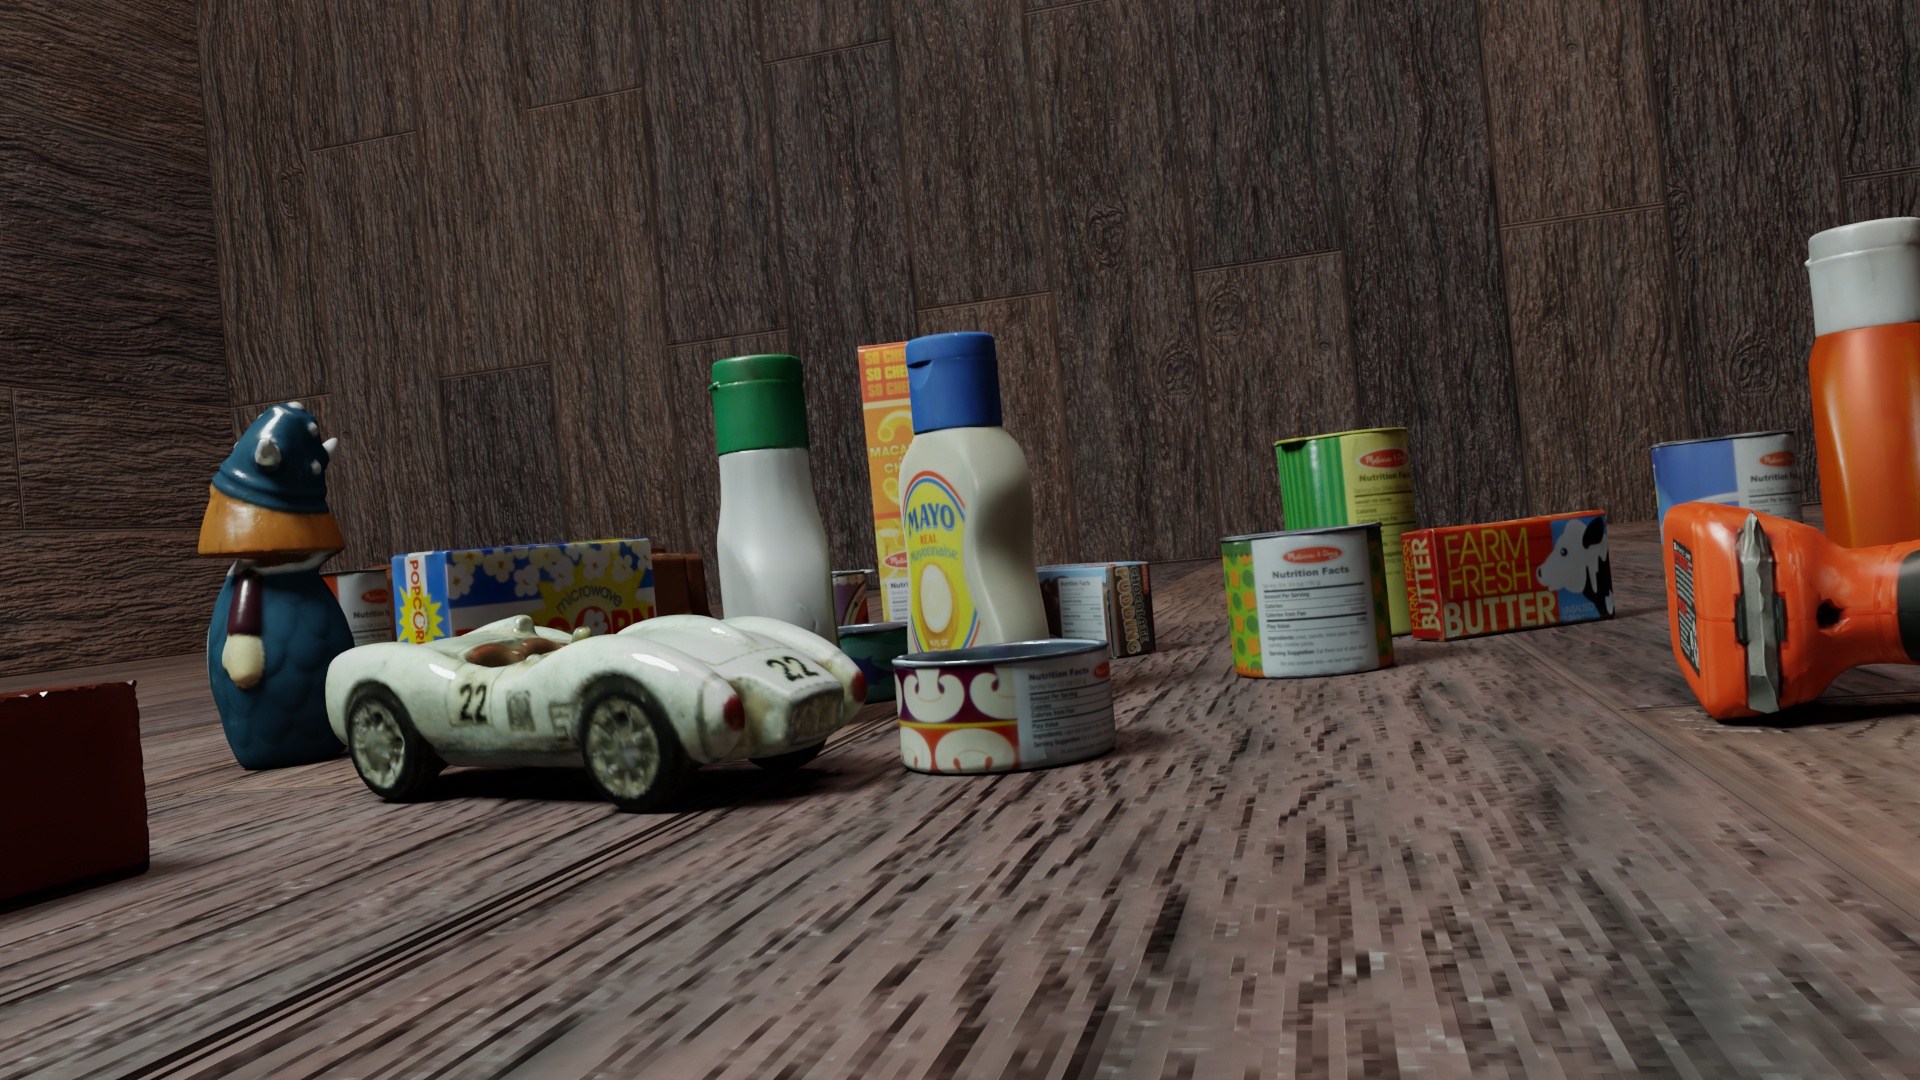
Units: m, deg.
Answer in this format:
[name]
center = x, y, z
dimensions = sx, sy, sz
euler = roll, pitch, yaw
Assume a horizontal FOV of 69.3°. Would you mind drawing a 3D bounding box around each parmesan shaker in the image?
[parmesan shaker]
center = 0.197, -0.003, 0.711
dimensions = 0.071, 0.103, 0.071
euler = -6, -1, 0

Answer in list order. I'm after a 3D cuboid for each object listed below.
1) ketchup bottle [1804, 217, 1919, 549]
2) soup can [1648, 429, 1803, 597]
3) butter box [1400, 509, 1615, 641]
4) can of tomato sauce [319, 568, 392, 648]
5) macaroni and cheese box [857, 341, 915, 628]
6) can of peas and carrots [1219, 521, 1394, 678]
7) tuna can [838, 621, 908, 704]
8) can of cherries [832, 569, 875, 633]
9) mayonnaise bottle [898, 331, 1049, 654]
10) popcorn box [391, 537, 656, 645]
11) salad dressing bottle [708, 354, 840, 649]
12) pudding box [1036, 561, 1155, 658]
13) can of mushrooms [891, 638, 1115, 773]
[ketchup bottle]
center = 0.335, -0.040, 0.504
dimensions = 0.043, 0.148, 0.065
euler = -6, -1, 35
[soup can]
center = 0.397, -0.012, 0.722
dimensions = 0.071, 0.083, 0.071
euler = -6, -1, 0
[butter box]
center = 0.261, 0.016, 0.659
dimensions = 0.104, 0.053, 0.024
euler = -5, -1, -18
[can of tomato sauce]
center = -0.332, 0.059, 0.723
dimensions = 0.071, 0.083, 0.071
euler = -6, -1, 0
[macaroni and cheese box]
center = -0.019, -0.013, 0.729
dimensions = 0.040, 0.166, 0.124
euler = -6, -1, 4
[can of peas and carrots]
center = 0.144, 0.024, 0.578
dimensions = 0.071, 0.058, 0.071
euler = -6, -1, 0
[tuna can]
center = -0.049, 0.056, 0.637
dimensions = 0.071, 0.033, 0.071
euler = -6, 0, 0
[can of cherries]
center = -0.076, 0.046, 0.703
dimensions = 0.071, 0.058, 0.071
euler = -6, -1, 0
[mayonnaise bottle]
center = 0.002, -0.007, 0.553
dimensions = 0.041, 0.148, 0.064
euler = -5, -1, -38
[popcorn box]
center = -0.196, 0.044, 0.639
dimensions = 0.038, 0.085, 0.127
euler = -6, -1, 30
[salad dressing bottle]
center = -0.075, 0.001, 0.557
dimensions = 0.044, 0.147, 0.064
euler = -5, -1, -22
[pudding box]
center = 0.066, 0.037, 0.748
dimensions = 0.030, 0.049, 0.083
euler = -5, -1, -32
[can of mushrooms]
center = 0.012, 0.049, 0.422
dimensions = 0.071, 0.033, 0.071
euler = -6, 0, 0
